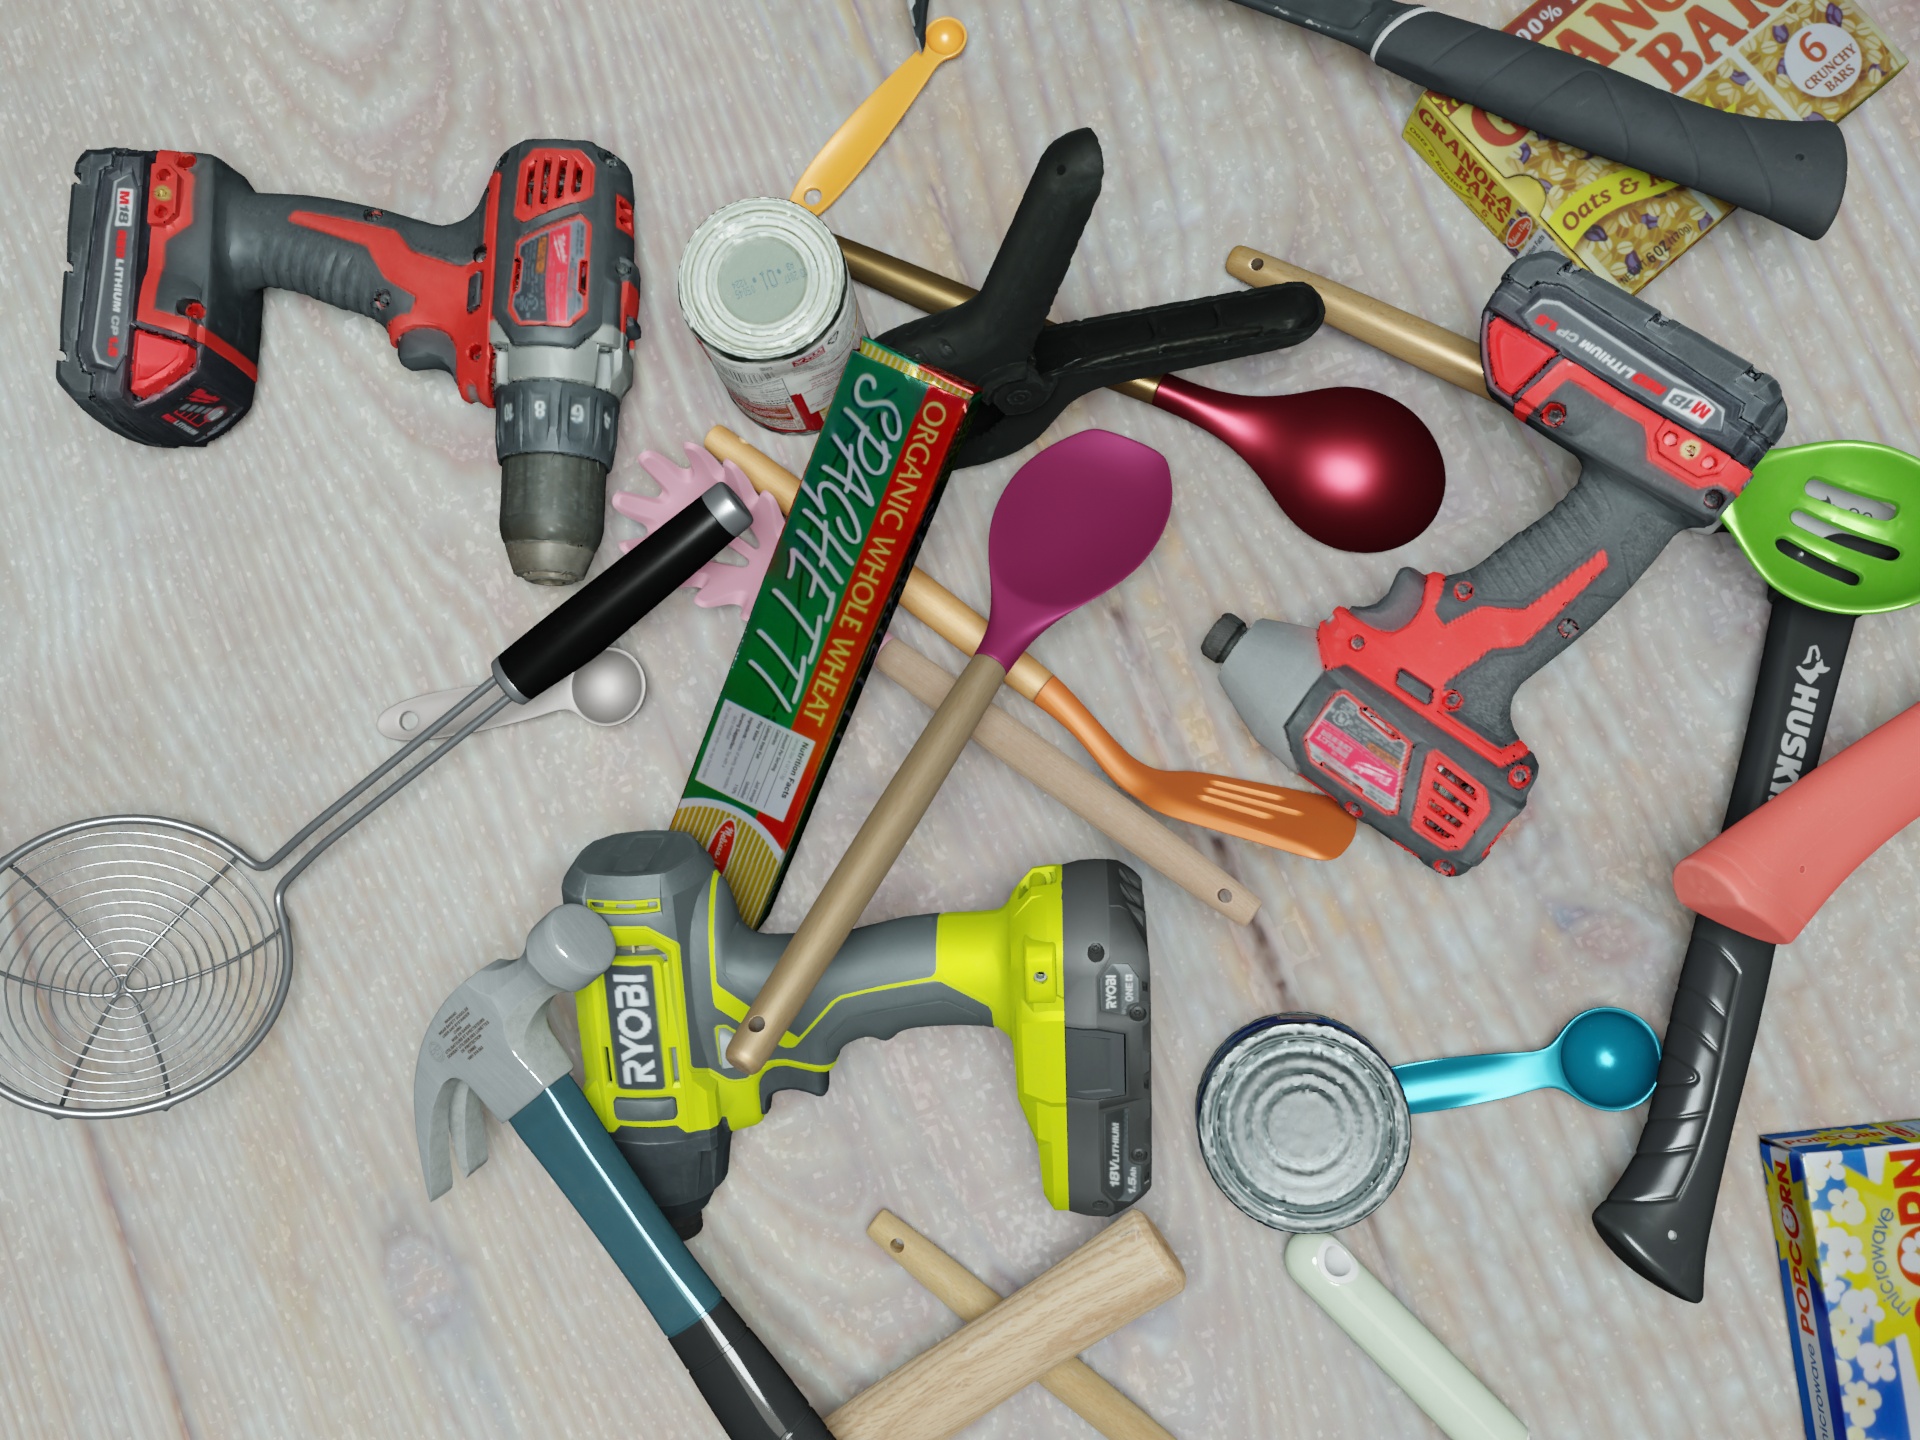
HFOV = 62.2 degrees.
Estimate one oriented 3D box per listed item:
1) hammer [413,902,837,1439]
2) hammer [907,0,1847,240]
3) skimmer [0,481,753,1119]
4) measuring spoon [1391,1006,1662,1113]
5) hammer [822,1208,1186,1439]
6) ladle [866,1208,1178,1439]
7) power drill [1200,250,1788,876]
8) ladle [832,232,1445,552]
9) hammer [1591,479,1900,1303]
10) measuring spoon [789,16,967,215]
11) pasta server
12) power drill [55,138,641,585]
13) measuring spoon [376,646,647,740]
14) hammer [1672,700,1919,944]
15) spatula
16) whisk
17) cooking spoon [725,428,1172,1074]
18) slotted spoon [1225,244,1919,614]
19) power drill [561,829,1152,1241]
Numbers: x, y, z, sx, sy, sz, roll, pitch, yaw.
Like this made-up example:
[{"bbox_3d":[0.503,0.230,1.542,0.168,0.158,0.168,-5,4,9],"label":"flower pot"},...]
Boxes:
[{"bbox_3d":[-0.090,0.233,0.591,0.128,0.033,0.331,-38,86,27],"label":"hammer"},{"bbox_3d":[0.164,-0.289,0.663,0.409,0.036,0.149,27,82,13],"label":"hammer"},{"bbox_3d":[-0.238,0.020,0.635,0.363,0.090,0.127,-37,82,6],"label":"skimmer"},{"bbox_3d":[0.224,0.147,0.662,0.128,0.021,0.042,-11,82,10],"label":"measuring spoon"},{"bbox_3d":[-0.057,0.295,0.630,0.331,0.031,0.130,-35,82,5],"label":"hammer"},{"bbox_3d":[0.089,0.303,0.630,0.320,0.062,0.078,37,91,8],"label":"ladle"},{"bbox_3d":[0.201,-0.062,0.626,0.143,0.078,0.219,36,107,15],"label":"power drill"},{"bbox_3d":[0.063,-0.155,0.691,0.315,0.031,0.069,24,90,6],"label":"ladle"},{"bbox_3d":[0.322,0.063,0.639,0.146,0.035,0.335,19,79,4],"label":"hammer"},{"bbox_3d":[-0.038,-0.268,0.715,0.021,0.011,0.117,40,90,10],"label":"measuring spoon"},{"bbox_3d":[-0.012,-0.013,0.652,0.316,0.040,0.060,36,97,14],"label":"pasta server"},{"bbox_3d":[-0.251,-0.153,0.679,0.226,0.080,0.188,1,85,-1],"label":"power drill"},{"bbox_3d":[-0.194,-0.007,0.693,0.124,0.018,0.034,-9,84,8],"label":"measuring spoon"},{"bbox_3d":[0.422,-0.028,0.620,0.359,0.037,0.149,-29,92,-12],"label":"hammer"},{"bbox_3d":[0.021,-0.035,0.669,0.323,0.081,0.041,38,111,10],"label":"spatula"},{"bbox_3d":[0.223,0.297,0.633,0.246,0.059,0.058,44,51,9],"label":"whisk"},{"bbox_3d":[-0.001,-0.002,0.613,0.069,0.017,0.319,24,60,14],"label":"cooking spoon"},{"bbox_3d":[0.251,-0.130,0.657,0.314,0.031,0.070,29,91,16],"label":"slotted spoon"},{"bbox_3d":[-0.038,0.130,0.631,0.223,0.080,0.171,-1,108,5],"label":"power drill"}]
